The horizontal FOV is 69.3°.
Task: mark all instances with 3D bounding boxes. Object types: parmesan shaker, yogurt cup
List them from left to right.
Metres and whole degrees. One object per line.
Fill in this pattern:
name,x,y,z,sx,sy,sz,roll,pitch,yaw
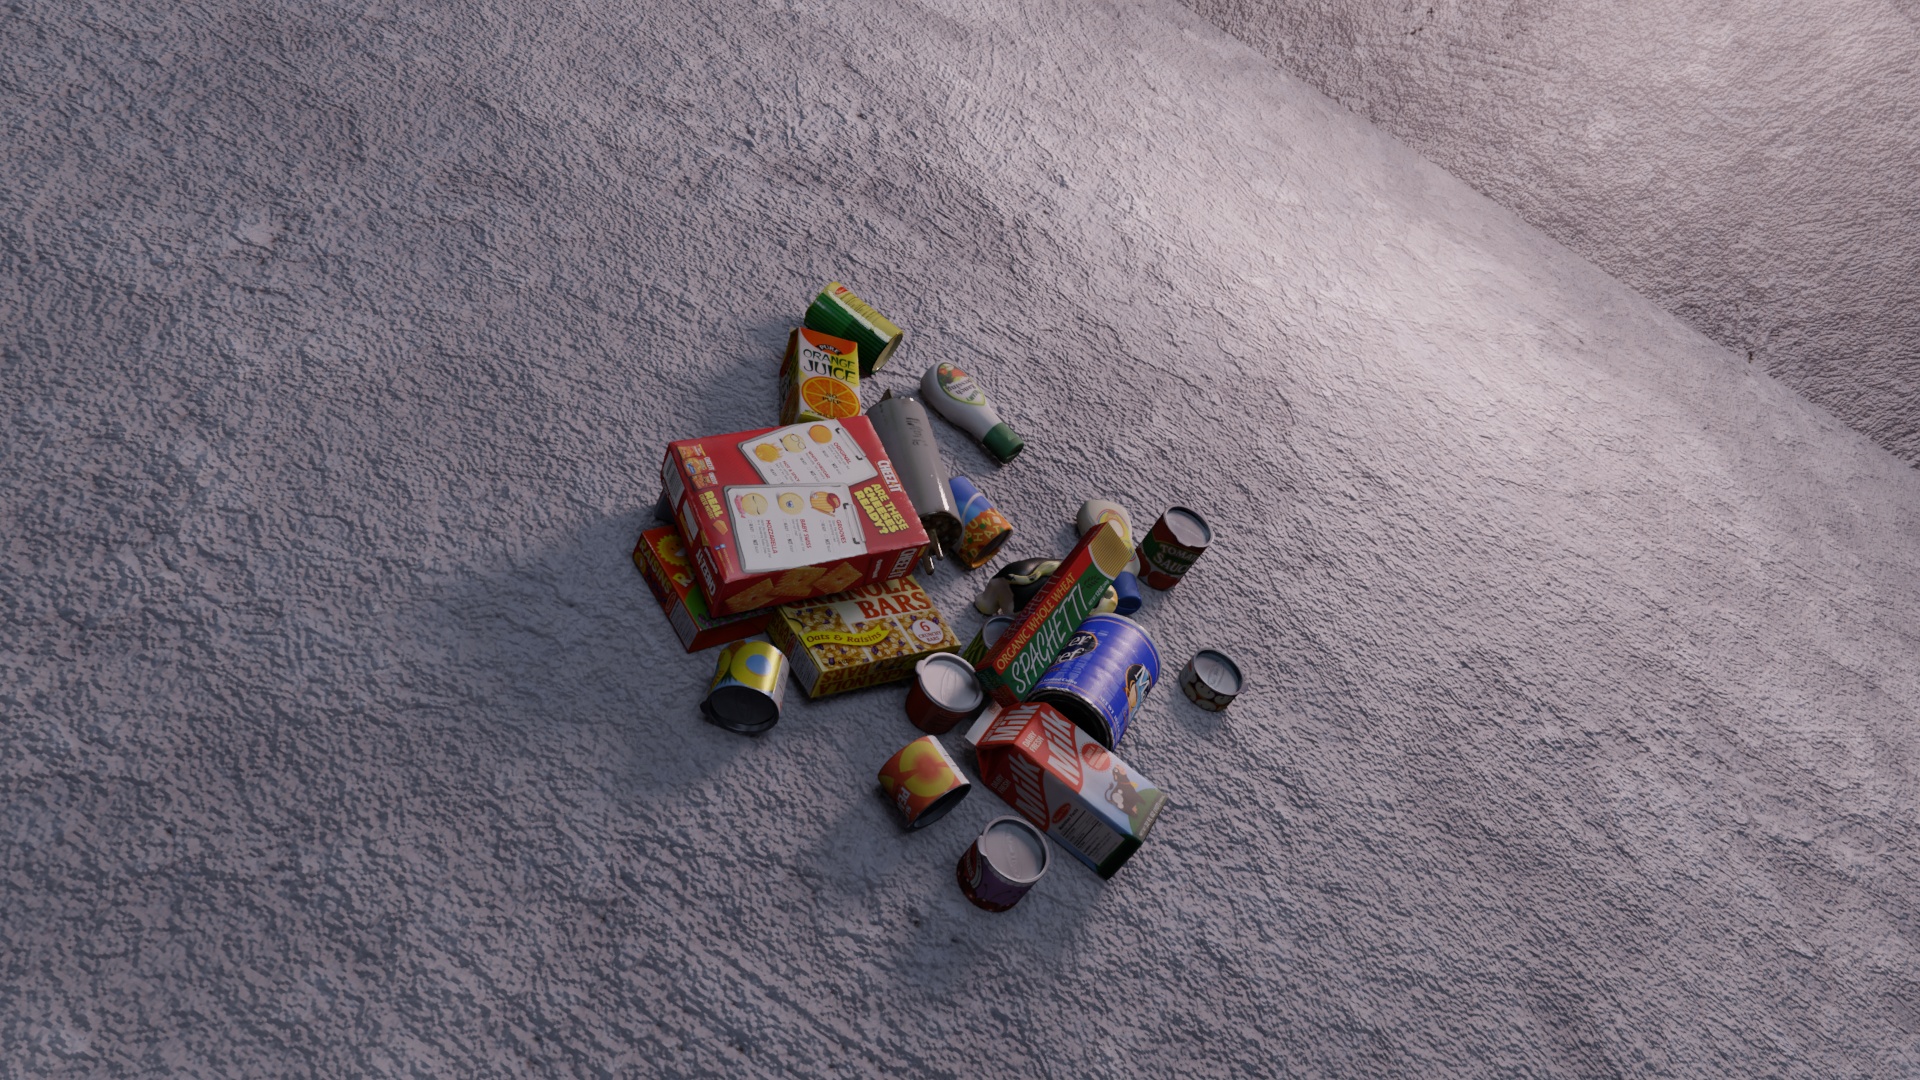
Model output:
parmesan shaker,-0.130,-0.254,1.673,0.103,0.071,0.072,38,40,6
yogurt cup,-0.019,0.151,1.346,0.072,0.053,0.073,18,42,-17

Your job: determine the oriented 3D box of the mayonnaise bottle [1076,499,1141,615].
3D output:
mayonnaise bottle,0.178,0.019,1.611,0.065,0.041,0.149,13,43,-24

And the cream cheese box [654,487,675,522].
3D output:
cream cheese box,-0.248,-0.034,1.389,0.104,0.053,0.024,16,41,-18

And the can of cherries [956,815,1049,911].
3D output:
can of cherries,0.035,0.288,1.240,0.071,0.058,0.072,17,43,-17

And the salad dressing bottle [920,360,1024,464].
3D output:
salad dressing bottle,0.015,-0.155,1.682,0.148,0.043,0.064,46,43,15

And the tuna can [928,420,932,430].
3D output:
tuna can,-0.069,-0.124,1.606,0.071,0.032,0.071,18,42,-17

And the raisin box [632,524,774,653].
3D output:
raisin box,-0.246,0.040,1.326,0.086,0.039,0.123,-15,60,-40

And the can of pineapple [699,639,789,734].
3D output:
can of pineapple,-0.192,0.131,1.249,0.071,0.070,0.058,21,41,-13

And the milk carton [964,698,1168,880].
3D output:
milk carton,0.094,0.226,1.327,0.191,0.073,0.073,37,40,6

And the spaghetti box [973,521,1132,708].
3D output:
spaghetti box,0.098,0.071,1.403,0.050,0.028,0.251,53,49,-12

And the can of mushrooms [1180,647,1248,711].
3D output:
can of mushrooms,0.282,0.156,1.547,0.071,0.033,0.071,18,42,-16

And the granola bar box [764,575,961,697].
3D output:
granola bar box,-0.099,0.084,1.362,0.166,0.038,0.124,-8,46,-37

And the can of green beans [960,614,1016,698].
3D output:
can of green beans,0.040,0.119,1.412,0.071,0.057,0.071,18,42,-17

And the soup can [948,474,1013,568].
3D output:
soup can,0.005,-0.019,1.524,0.084,0.071,0.071,47,42,16

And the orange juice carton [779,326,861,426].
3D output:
orange juice carton,-0.160,-0.173,1.567,0.072,0.072,0.194,13,43,-20

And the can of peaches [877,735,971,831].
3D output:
can of peaches,-0.035,0.220,1.259,0.071,0.071,0.058,-17,61,-42

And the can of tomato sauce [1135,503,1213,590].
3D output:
can of tomato sauce,0.248,0.010,1.633,0.071,0.082,0.071,18,42,-17
